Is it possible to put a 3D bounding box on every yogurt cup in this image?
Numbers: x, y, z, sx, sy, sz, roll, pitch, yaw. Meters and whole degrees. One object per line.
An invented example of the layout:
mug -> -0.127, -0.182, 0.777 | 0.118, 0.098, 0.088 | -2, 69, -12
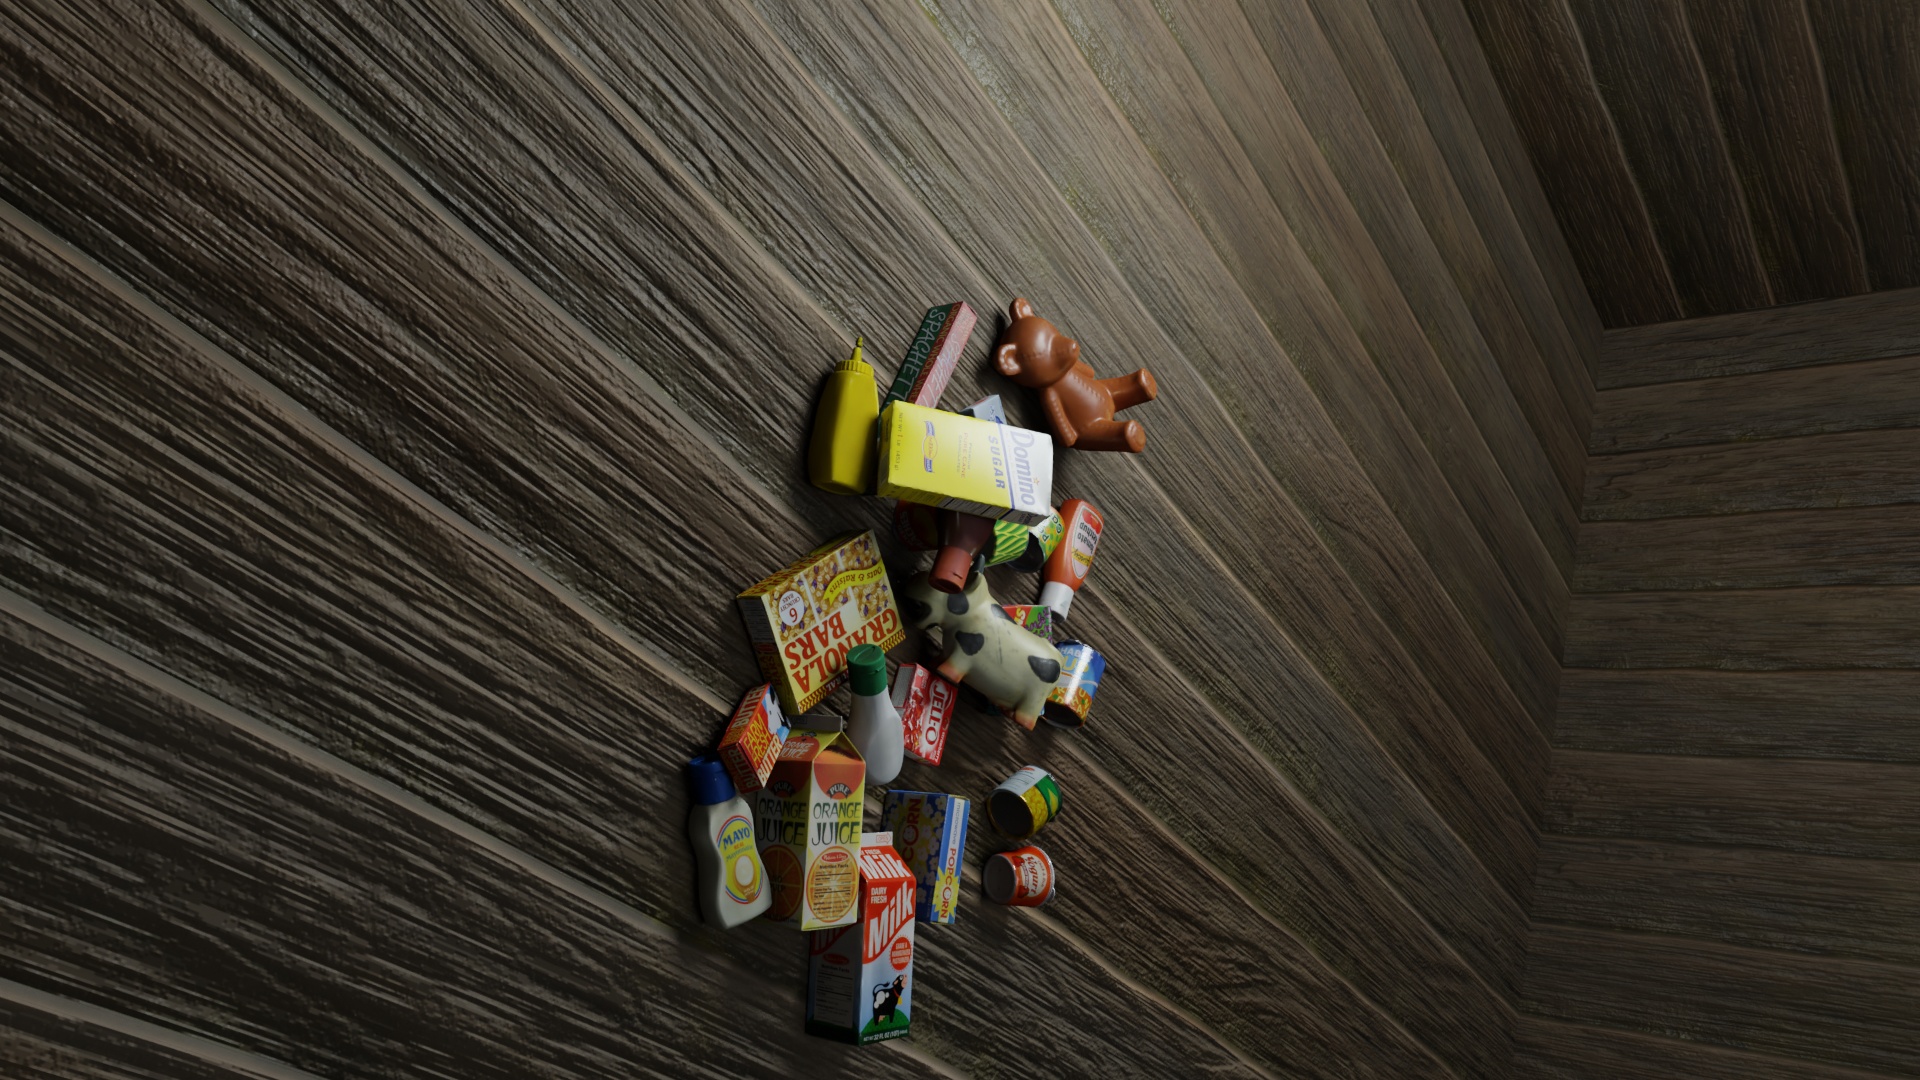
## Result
yogurt cup -> 0.062, 0.374, 1.538 | 0.054, 0.072, 0.072 | 8, 81, -42

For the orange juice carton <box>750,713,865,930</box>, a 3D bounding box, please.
orange juice carton -> -0.141, 0.259, 1.295 | 0.073, 0.071, 0.193 | 12, 78, -50

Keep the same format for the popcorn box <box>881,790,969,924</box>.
popcorn box -> -0.041, 0.318, 1.400 | 0.038, 0.085, 0.127 | 26, 67, -47

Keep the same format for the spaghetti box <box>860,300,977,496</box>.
spaghetti box -> -0.048, -0.153, 1.464 | 0.028, 0.050, 0.251 | 49, 51, -38

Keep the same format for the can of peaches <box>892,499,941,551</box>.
can of peaches -> -0.028, -0.021, 1.469 | 0.071, 0.058, 0.071 | 6, 82, -51

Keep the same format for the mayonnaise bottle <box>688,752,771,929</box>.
mayonnaise bottle -> -0.210, 0.265, 1.235 | 0.065, 0.041, 0.148 | -17, 99, -48

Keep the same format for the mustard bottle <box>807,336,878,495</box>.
mustard bottle -> -0.112, -0.127, 1.386 | 0.065, 0.048, 0.160 | 23, 69, -46

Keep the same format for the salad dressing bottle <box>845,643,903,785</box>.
salad dressing bottle -> -0.087, 0.170, 1.355 | 0.064, 0.044, 0.147 | -36, 134, -42

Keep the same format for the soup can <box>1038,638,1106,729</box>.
soup can -> 0.126, 0.168, 1.631 | 0.071, 0.071, 0.084 | 50, 52, -36

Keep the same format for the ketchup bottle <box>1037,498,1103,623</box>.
ketchup bottle -> 0.128, 0.027, 1.666 | 0.064, 0.043, 0.149 | 43, 56, -40

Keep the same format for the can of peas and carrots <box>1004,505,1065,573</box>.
can of peas and carrots -> 0.080, -0.007, 1.589 | 0.059, 0.071, 0.070 | -51, 124, -41

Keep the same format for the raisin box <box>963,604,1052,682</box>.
raisin box -> 0.053, 0.116, 1.570 | 0.123, 0.040, 0.086 | 2, 86, -52

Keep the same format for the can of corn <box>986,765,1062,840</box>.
can of corn -> 0.072, 0.296, 1.554 | 0.058, 0.071, 0.071 | -28, 108, -47

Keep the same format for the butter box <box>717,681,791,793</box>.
butter box -> -0.185, 0.177, 1.256 | 0.104, 0.024, 0.053 | -71, 142, -63

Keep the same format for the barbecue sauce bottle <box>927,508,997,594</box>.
barbecue sauce bottle -> 0.005, -0.018, 1.427 | 0.065, 0.043, 0.149 | 34, 61, -30

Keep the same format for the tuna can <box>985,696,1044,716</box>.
tuna can -> 0.061, 0.178, 1.549 | 0.071, 0.071, 0.033 | 4, 85, -50

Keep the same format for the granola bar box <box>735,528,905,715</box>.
granola bar box -> -0.132, 0.076, 1.348 | 0.166, 0.039, 0.124 | -34, 113, -47

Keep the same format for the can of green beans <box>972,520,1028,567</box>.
can of green beans -> 0.032, -0.005, 1.535 | 0.058, 0.071, 0.071 | -12, 96, -50

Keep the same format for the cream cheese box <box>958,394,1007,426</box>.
cream cheese box -> 0.034, -0.108, 1.580 | 0.053, 0.024, 0.103 | -32, 111, -46

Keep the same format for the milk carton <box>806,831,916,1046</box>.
milk carton -> -0.094, 0.379, 1.340 | 0.072, 0.073, 0.190 | 12, 77, -49
